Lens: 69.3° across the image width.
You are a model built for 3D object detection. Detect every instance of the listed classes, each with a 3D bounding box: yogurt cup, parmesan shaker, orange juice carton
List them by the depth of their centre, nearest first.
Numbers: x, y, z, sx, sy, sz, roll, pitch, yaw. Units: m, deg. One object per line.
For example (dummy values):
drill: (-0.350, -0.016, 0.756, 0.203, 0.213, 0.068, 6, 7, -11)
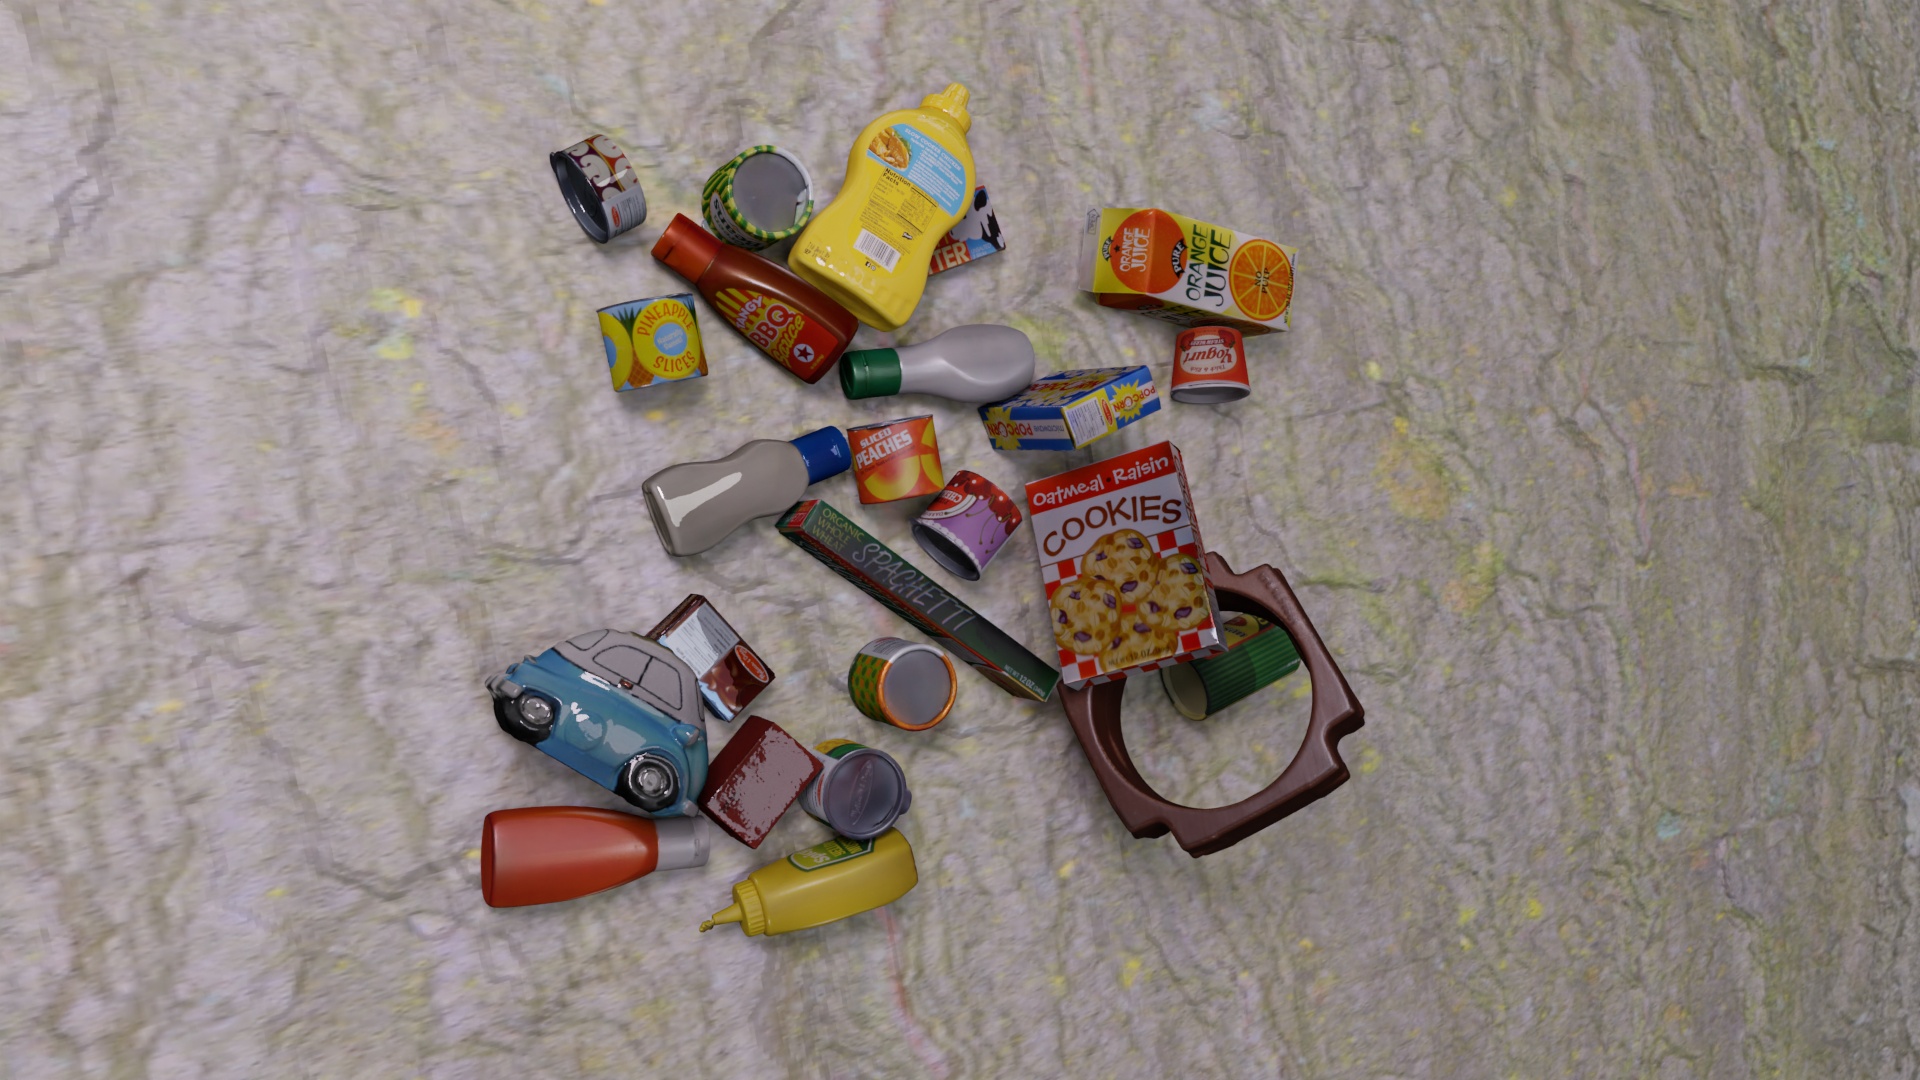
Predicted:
orange juice carton: (0.182, -0.223, 1.154, 0.193, 0.073, 0.072, 8, 87, -27)
yogurt cup: (0.211, -0.149, 1.177, 0.072, 0.072, 0.054, 4, 81, -28)
parmesan shaker: (0.232, 0.104, 1.184, 0.103, 0.071, 0.071, -23, 101, -25)

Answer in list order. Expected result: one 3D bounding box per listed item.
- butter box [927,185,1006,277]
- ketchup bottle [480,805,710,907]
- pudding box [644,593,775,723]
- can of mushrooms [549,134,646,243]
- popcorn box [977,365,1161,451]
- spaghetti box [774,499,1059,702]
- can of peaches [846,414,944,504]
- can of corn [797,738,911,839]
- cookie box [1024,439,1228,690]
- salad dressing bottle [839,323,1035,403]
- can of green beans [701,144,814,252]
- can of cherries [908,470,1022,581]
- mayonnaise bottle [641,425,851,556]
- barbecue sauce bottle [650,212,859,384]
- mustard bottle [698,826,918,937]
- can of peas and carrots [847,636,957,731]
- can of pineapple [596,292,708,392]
butter box: (-0.018, -0.235, 1.077, 0.104, 0.024, 0.053, -25, 101, -25)
ketchup bottle: (-0.248, 0.212, 0.951, 0.149, 0.043, 0.064, 1, 91, -28)
pudding box: (-0.179, 0.084, 0.993, 0.050, 0.030, 0.083, -46, 110, -20)
can of mushrooms: (-0.244, -0.239, 0.937, 0.033, 0.071, 0.071, -34, 106, -23)
popcorn box: (0.083, -0.102, 1.074, 0.085, 0.126, 0.038, -27, 106, -24)
spaghetti box: (-0.029, 0.048, 1.060, 0.250, 0.050, 0.029, 37, 73, -23)
can of peaches: (-0.049, -0.060, 1.037, 0.071, 0.071, 0.058, -13, 98, -27)
can of corn: (-0.080, 0.184, 1.030, 0.071, 0.058, 0.071, 0, 91, -28)
cookie box: (0.126, 0.019, 1.076, 0.040, 0.123, 0.168, 34, 42, -63)
salad dressing bottle: (-0.018, -0.133, 1.064, 0.148, 0.043, 0.064, -8, 62, -22)
can of green beans: (-0.145, -0.243, 0.992, 0.071, 0.058, 0.071, 0, 91, -27)
can of cherries: (0.004, -0.013, 1.067, 0.071, 0.071, 0.058, 46, 71, -20)
mayonnaise bottle: (-0.150, -0.041, 1.002, 0.148, 0.041, 0.064, -24, 103, -26)
barbecue sauce bottle: (-0.148, -0.176, 0.991, 0.148, 0.064, 0.044, 34, 43, -16)
mustard bottle: (-0.113, 0.254, 1.012, 0.161, 0.065, 0.048, -15, 102, -23)
can of peas and carrots: (-0.043, 0.110, 1.048, 0.071, 0.058, 0.071, 0, 91, -27)
can of pineapple: (-0.210, -0.136, 0.952, 0.071, 0.071, 0.057, -15, 98, -27)
